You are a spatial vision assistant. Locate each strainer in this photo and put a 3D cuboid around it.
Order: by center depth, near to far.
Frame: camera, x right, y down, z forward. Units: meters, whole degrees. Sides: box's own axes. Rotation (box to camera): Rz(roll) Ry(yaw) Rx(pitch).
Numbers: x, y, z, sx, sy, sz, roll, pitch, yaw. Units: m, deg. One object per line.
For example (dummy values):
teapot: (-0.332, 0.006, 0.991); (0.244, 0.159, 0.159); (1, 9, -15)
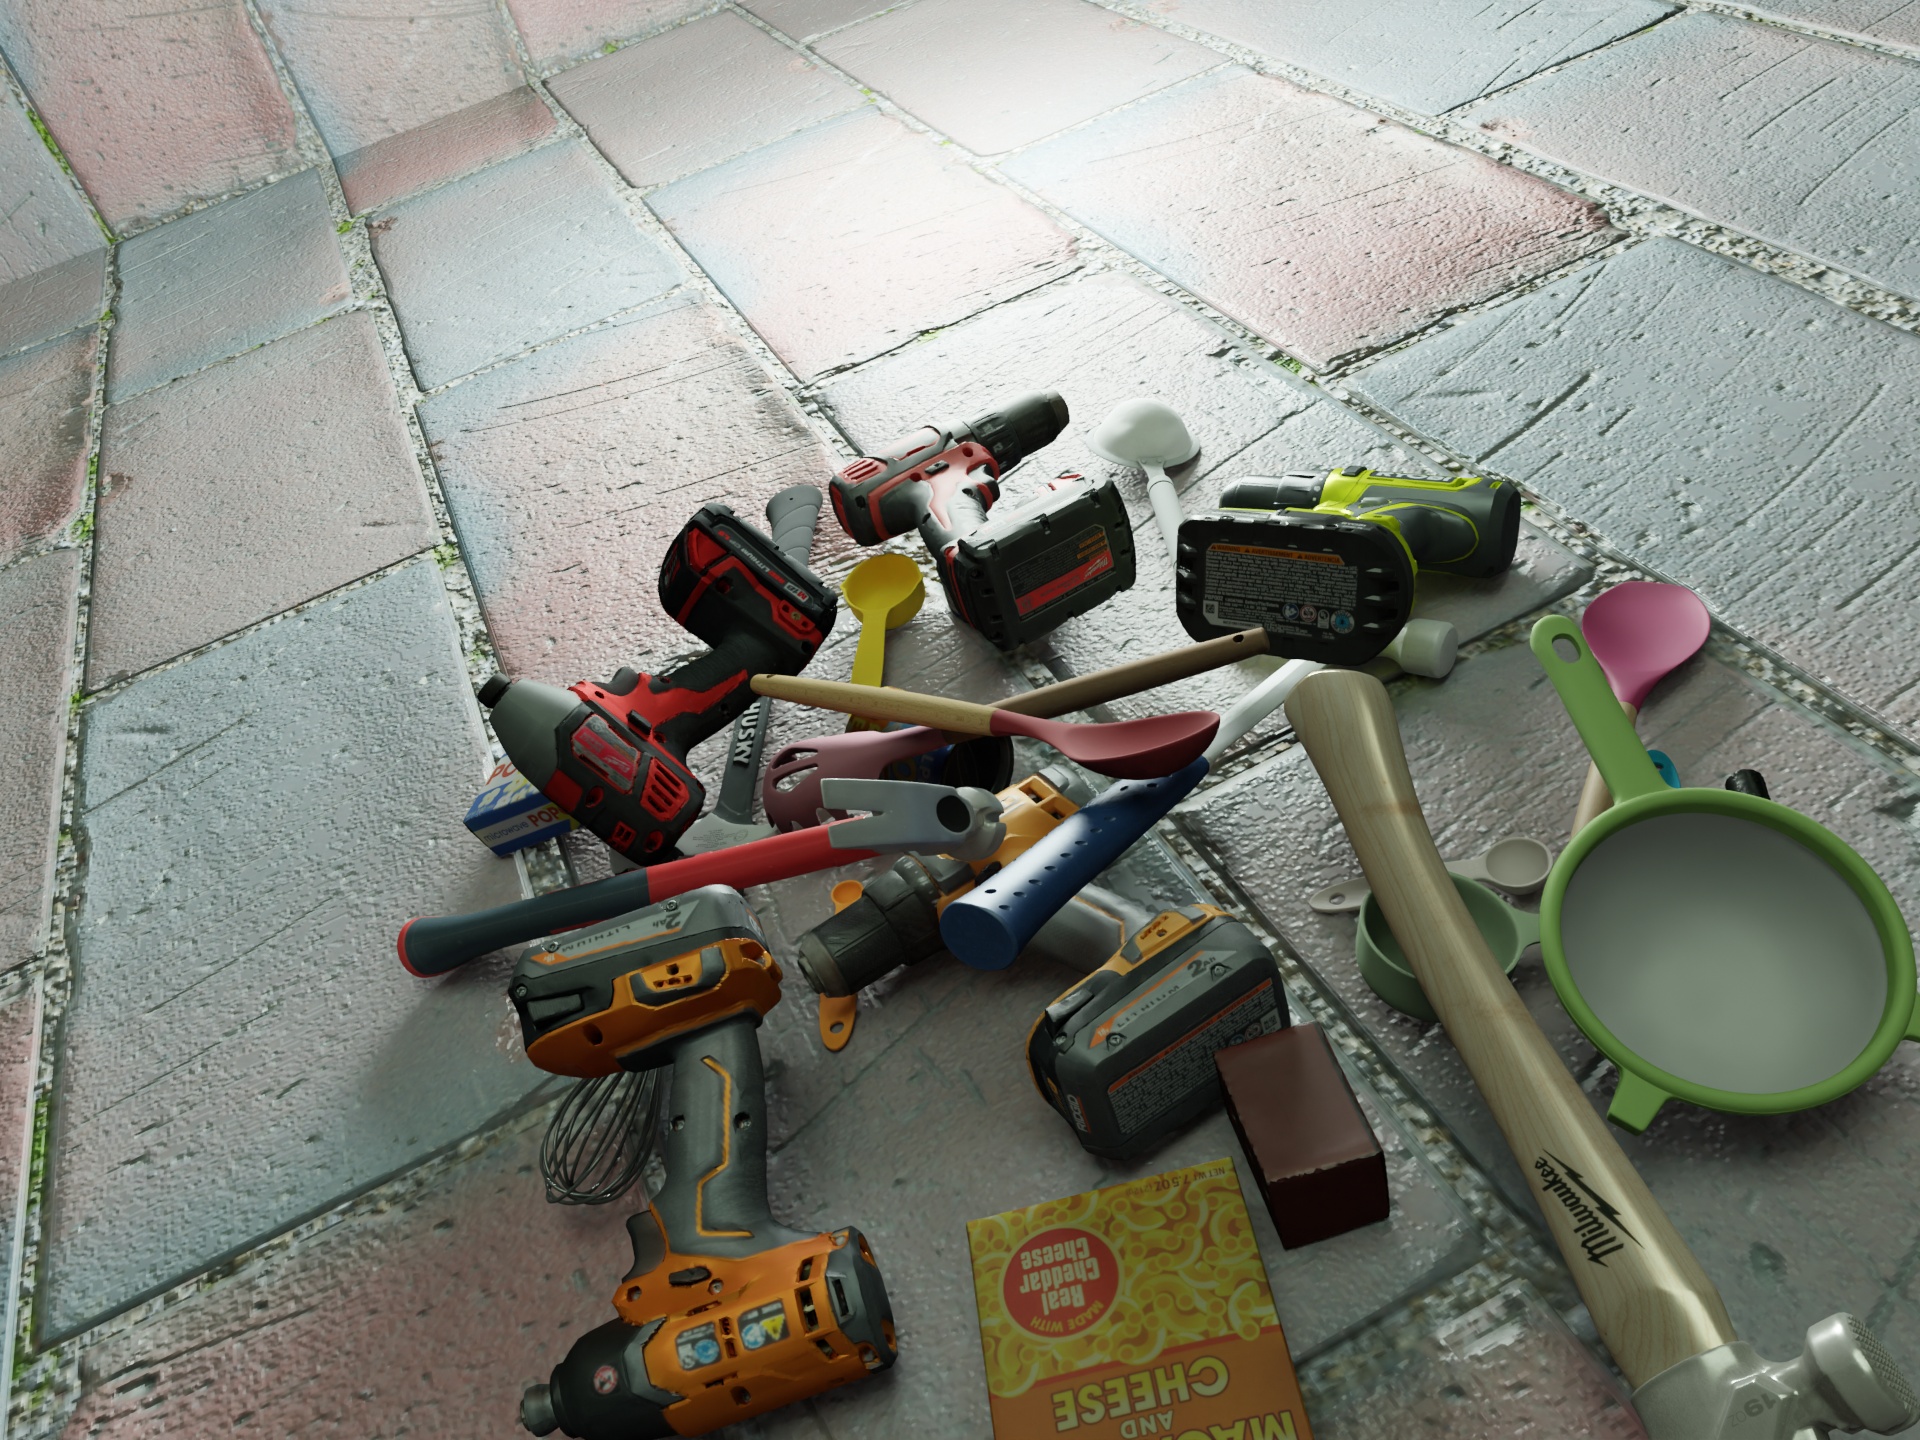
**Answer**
strainer: (0.321, 0.067, 0.738); (0.151, 0.069, 0.257); (-15, 57, 0)
strainer: (0.145, -0.174, 1.153); (0.087, 0.050, 0.259); (-3, 42, -5)

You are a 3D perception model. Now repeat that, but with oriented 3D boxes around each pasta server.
pasta server: (0.020, 0.003, 0.885); (0.316, 0.040, 0.060); (-17, 57, 20)

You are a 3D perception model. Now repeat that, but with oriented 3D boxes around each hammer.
hammer: (0.216, 0.130, 0.682); (0.146, 0.038, 0.411); (-41, 39, 22)
hammer: (0.121, 0.017, 0.848); (0.144, 0.035, 0.405); (13, 30, 35)
hammer: (-0.174, 0.090, 0.853); (0.386, 0.143, 0.038); (-16, 77, 28)
hammer: (-0.132, -0.046, 1.108); (0.149, 0.036, 0.409); (-8, 39, 10)

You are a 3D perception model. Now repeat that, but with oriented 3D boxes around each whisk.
whisk: (-0.164, 0.163, 0.864); (0.055, 0.055, 0.239); (-2, 37, 19)

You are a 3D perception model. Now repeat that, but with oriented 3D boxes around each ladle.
ladle: (-0.001, -0.003, 0.853); (0.315, 0.031, 0.069); (9, 24, 39)

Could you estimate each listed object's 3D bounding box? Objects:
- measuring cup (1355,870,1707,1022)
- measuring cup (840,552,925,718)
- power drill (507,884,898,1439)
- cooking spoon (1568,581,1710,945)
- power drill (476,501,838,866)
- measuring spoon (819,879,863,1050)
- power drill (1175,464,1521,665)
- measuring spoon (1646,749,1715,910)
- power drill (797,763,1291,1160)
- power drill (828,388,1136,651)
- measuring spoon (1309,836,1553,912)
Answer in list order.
measuring cup: (0.274, 0.113, 0.772); (0.167, 0.038, 0.083); (2, 41, -1)
measuring cup: (-0.057, -0.050, 1.100); (0.062, 0.029, 0.157); (-5, 52, 15)
power drill: (-0.137, 0.206, 0.727); (0.164, 0.084, 0.227); (-19, 64, -2)
cooking spoon: (0.349, 0.011, 0.850); (0.069, 0.017, 0.319); (10, 40, 26)
power drill: (-0.183, -0.028, 0.971); (0.143, 0.078, 0.220); (38, 51, -4)
measuring spoon: (-0.065, 0.136, 0.888); (0.021, 0.011, 0.117); (-8, 43, 8)
power drill: (0.220, -0.108, 0.971); (0.191, 0.080, 0.228); (10, 23, 29)
measuring spoon: (0.361, 0.058, 0.815); (0.042, 0.021, 0.129); (-3, 32, 19)
power drill: (0.033, 0.123, 0.811); (0.185, 0.084, 0.226); (-30, 36, -15)
power drill: (0.031, -0.153, 1.087); (0.188, 0.080, 0.227); (-29, 37, -14)
measuring spoon: (0.244, 0.087, 0.826); (0.124, 0.018, 0.034); (-13, 39, 17)
